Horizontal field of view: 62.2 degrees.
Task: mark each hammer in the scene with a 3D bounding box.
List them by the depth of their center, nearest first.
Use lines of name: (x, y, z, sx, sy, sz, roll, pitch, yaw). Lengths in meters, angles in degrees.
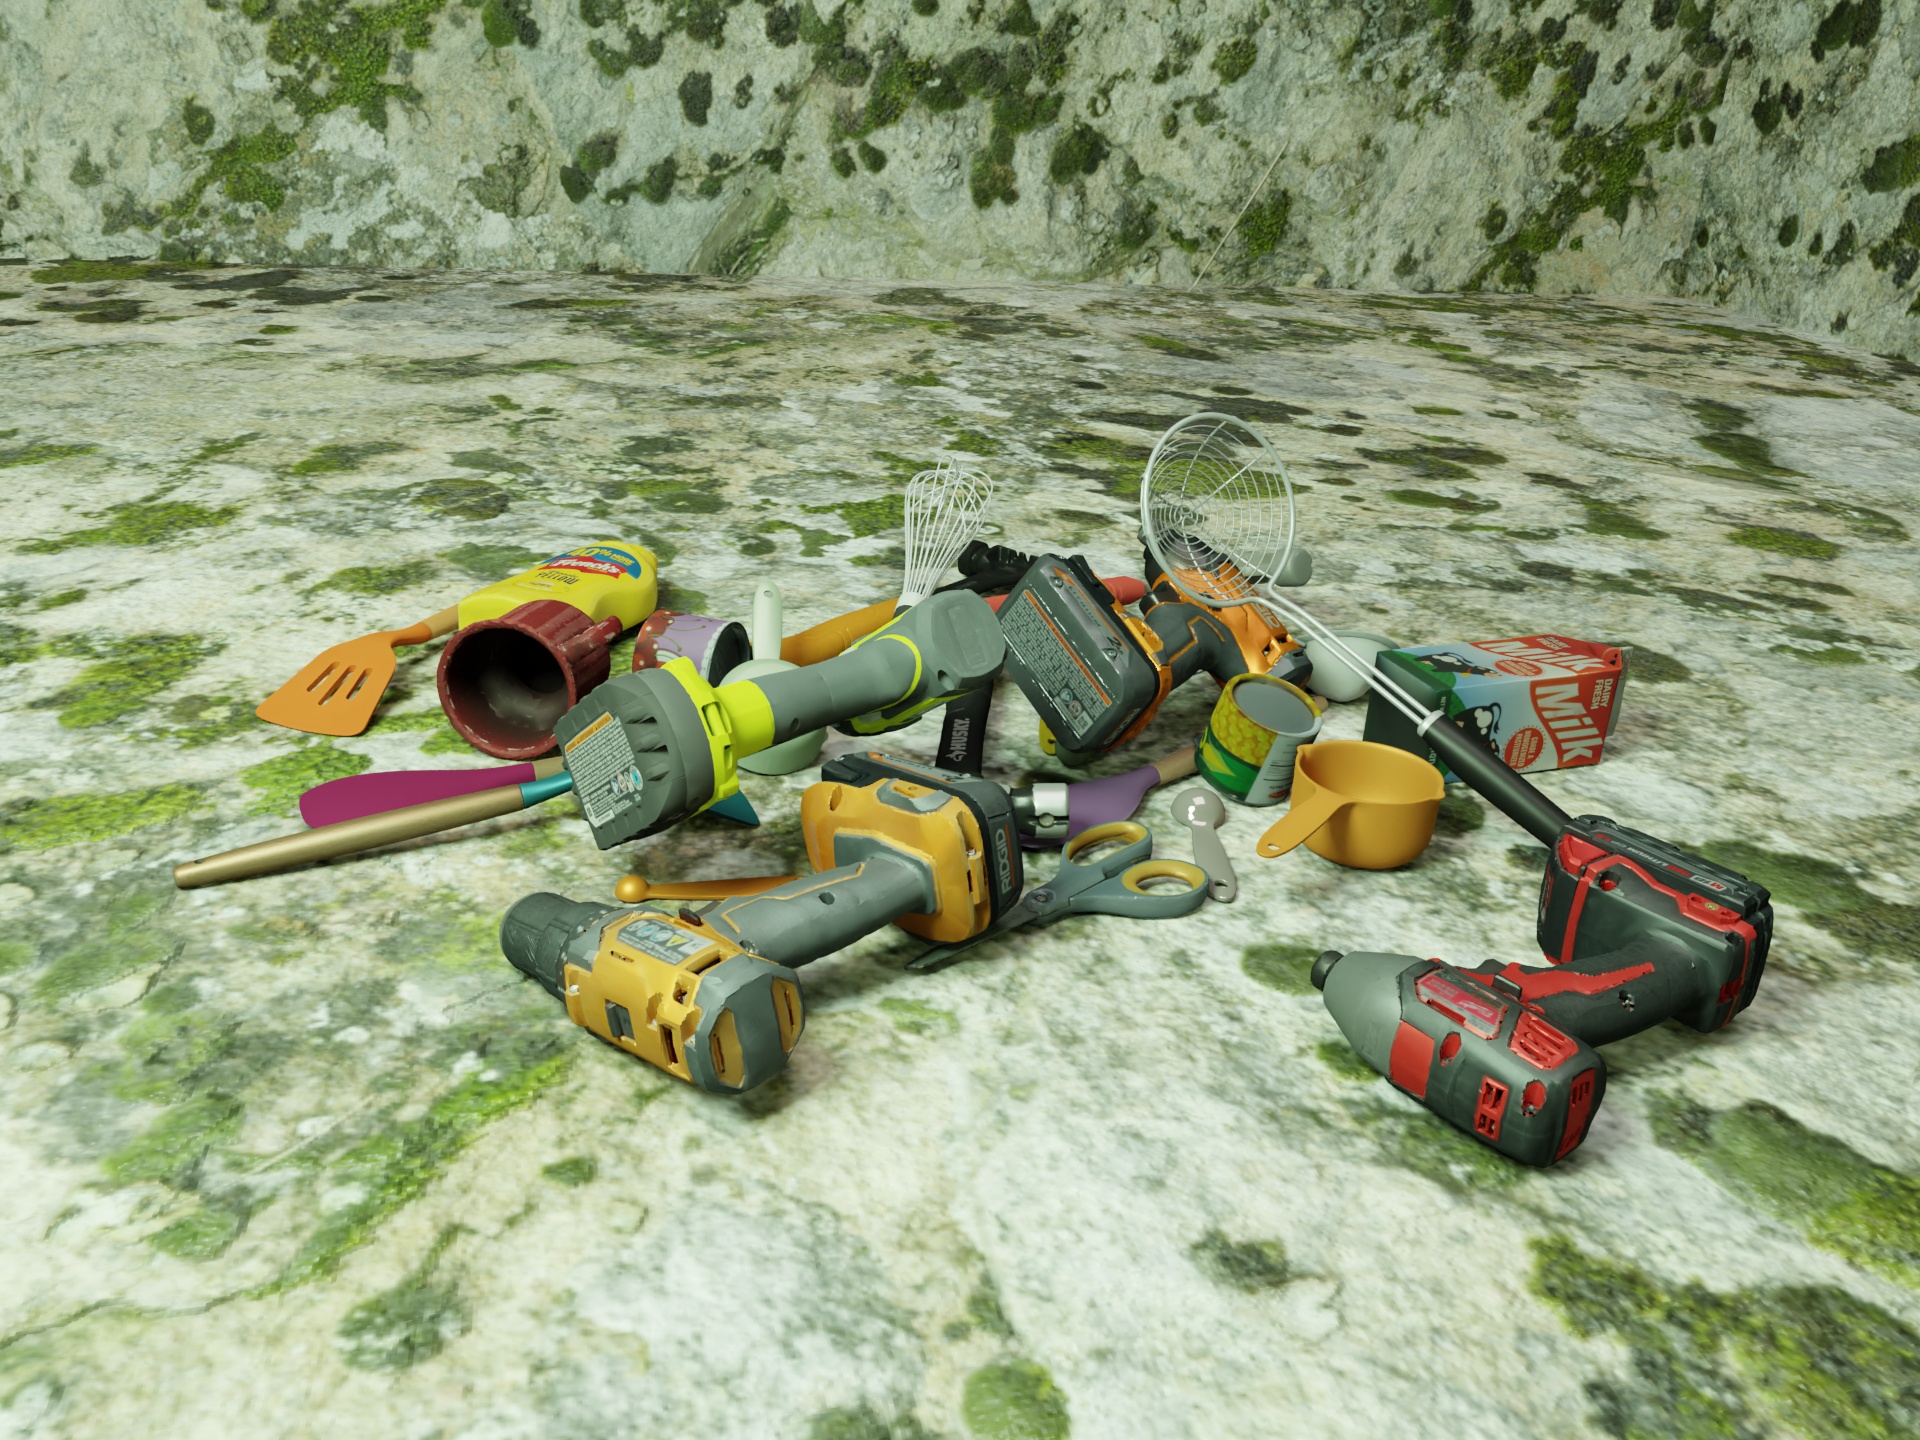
hammer: (-0.002, -0.003, 1.066, 0.146, 0.035, 0.335, -1, 22, 4)
hammer: (0.105, -0.097, 1.221, 0.359, 0.036, 0.149, -13, 10, -40)
hammer: (-0.039, -0.082, 1.245, 0.127, 0.034, 0.337, 19, 29, 34)

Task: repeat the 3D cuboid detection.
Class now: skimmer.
skimmer: (0.258, -0.053, 1.001, 0.127, 0.090, 0.363, -34, 65, -27)

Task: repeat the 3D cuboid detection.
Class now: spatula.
spatula: (-0.276, 0.060, 0.912, 0.317, 0.044, 0.082, -13, 30, -23)
spatula: (0.144, 0.030, 1.041, 0.316, 0.018, 0.060, -20, 33, -39)
spatula: (-0.383, -0.063, 1.172, 0.081, 0.041, 0.323, 10, 21, 13)

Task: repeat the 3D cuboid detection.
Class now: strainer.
strainer: (0.347, -0.036, 1.190, 0.258, 0.050, 0.087, 3, -20, -14)

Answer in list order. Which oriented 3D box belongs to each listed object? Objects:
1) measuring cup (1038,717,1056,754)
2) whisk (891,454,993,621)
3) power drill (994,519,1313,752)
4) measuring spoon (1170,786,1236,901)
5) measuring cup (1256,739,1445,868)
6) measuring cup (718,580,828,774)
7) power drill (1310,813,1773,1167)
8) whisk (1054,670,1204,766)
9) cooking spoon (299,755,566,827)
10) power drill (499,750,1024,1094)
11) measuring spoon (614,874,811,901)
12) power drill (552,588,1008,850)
measuring cup: (0.071, -0.014, 1.132, 0.062, 0.029, 0.157, 6, 36, 5)
whisk: (-0.028, -0.104, 1.191, 0.070, 0.070, 0.285, 7, 46, 9)
power drill: (0.124, -0.067, 1.075, 0.226, 0.084, 0.164, -12, 60, -46)
measuring spoon: (0.149, 0.070, 0.950, 0.034, 0.018, 0.124, 3, 25, -2)
measuring cup: (0.217, 0.066, 0.932, 0.095, 0.052, 0.173, 21, 31, 34)
measuring cup: (-0.125, -0.041, 1.051, 0.083, 0.038, 0.168, 7, 50, -15)
power drill: (0.284, 0.126, 0.781, 0.219, 0.078, 0.143, -19, 32, -35)
whisk: (0.128, -0.026, 1.134, 0.058, 0.059, 0.246, 39, 37, 9)
cooking spoon: (-0.240, 0.029, 0.988, 0.318, 0.017, 0.069, -9, 32, -27)
power drill: (-0.101, 0.091, 0.795, 0.185, 0.084, 0.226, 12, 29, 41)
measuring spoon: (-0.131, 0.089, 0.876, 0.117, 0.011, 0.021, -1, 24, -10)
power drill: (-0.103, -0.002, 0.896, 0.223, 0.080, 0.171, -19, -4, -34)
